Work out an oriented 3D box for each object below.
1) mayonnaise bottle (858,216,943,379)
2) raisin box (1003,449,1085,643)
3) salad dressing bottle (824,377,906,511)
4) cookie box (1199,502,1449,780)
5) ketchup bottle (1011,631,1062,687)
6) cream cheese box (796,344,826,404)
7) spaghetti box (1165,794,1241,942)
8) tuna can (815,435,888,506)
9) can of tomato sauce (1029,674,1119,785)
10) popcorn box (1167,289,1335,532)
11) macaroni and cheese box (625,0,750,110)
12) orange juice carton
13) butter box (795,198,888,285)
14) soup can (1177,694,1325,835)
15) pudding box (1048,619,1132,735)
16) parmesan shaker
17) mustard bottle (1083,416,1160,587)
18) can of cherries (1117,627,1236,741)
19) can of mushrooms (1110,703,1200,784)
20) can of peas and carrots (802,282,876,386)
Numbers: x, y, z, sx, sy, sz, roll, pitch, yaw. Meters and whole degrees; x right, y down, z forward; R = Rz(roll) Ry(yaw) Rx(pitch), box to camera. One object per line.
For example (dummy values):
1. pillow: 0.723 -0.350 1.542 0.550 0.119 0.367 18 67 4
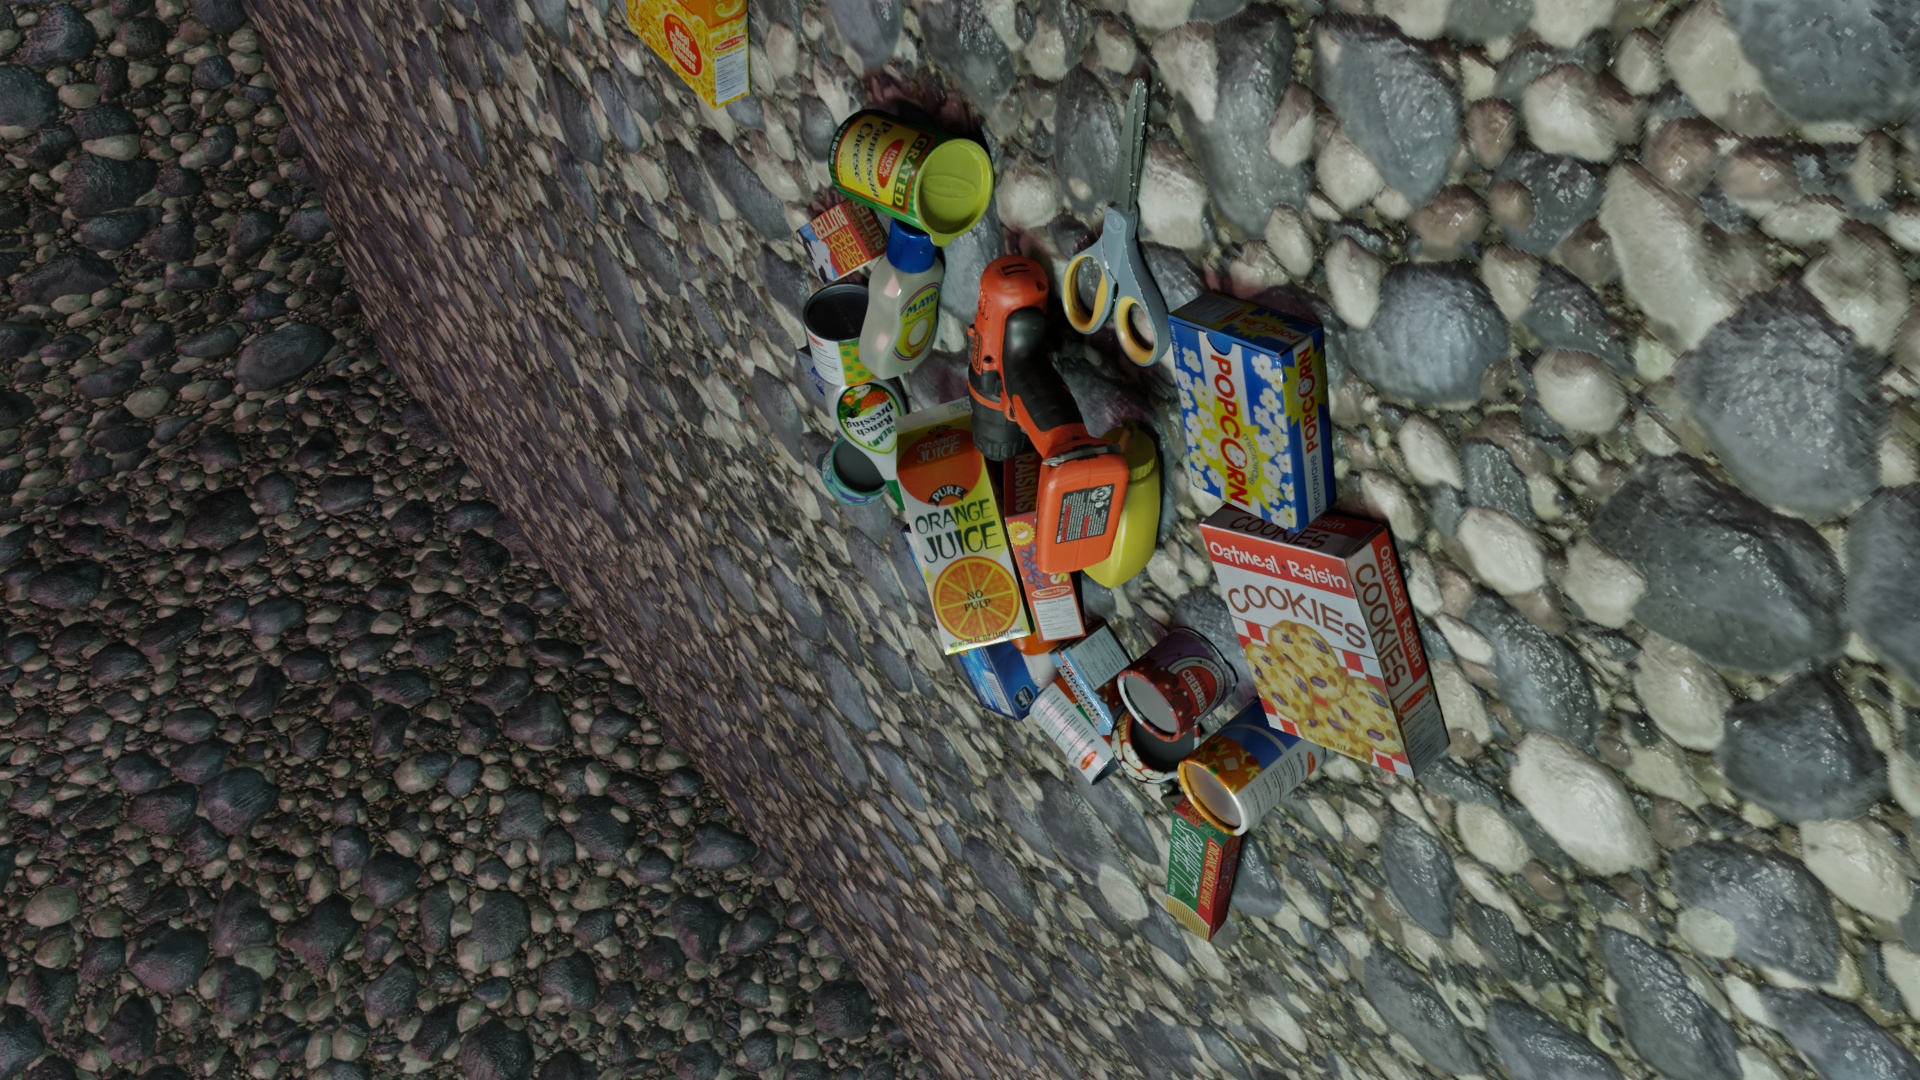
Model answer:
1. mayonnaise bottle: -0.042 -0.187 1.044 0.041 0.065 0.147 44 150 19
2. raisin box: 0.065 0.004 1.060 0.086 0.040 0.122 -87 -17 -54
3. salad dressing bottle: -0.068 -0.092 1.222 0.147 0.064 0.044 62 -176 -33
4. cookie box: 0.228 0.058 0.871 0.123 0.040 0.166 17 136 55
5. ketchup bottle: 0.057 0.059 1.193 0.065 0.044 0.148 16 135 50
6. cream cheese box: -0.108 -0.145 1.269 0.104 0.024 0.053 27 144 48
7. spaghetti box: 0.202 0.276 1.168 0.050 0.029 0.248 35 157 25
8. tuna can: -0.097 -0.068 1.290 0.071 0.071 0.032 55 155 2
9. can of tomato sauce: 0.111 0.156 1.190 0.083 0.071 0.070 48 155 19
10. popcorn box: 0.171 -0.075 0.810 0.085 0.038 0.126 32 147 45
11. macaroni and cheese box: -0.216 -0.438 1.077 0.124 0.040 0.165 47 155 19
12. orange juice carton: 0.004 -0.014 1.099 0.073 0.072 0.192 -30 -74 -77
13. butter box: -0.095 -0.242 1.119 0.053 0.024 0.103 61 156 -12
14. soup can: 0.204 0.157 0.987 0.071 0.084 0.071 43 154 28
15. pudding box: 0.116 0.113 1.141 0.083 0.050 0.030 56 158 -1
16. parmesan shaker: -0.036 -0.247 0.942 0.103 0.071 0.071 33 147 42
17. mustard bottle: 0.110 -0.033 0.965 0.065 0.049 0.159 49 155 27
18. can of cherries: 0.161 0.108 1.037 0.071 0.058 0.071 43 154 28
19. can of mushrooms: 0.154 0.156 1.103 0.071 0.071 0.033 54 156 5
20. can of peas and carrots: -0.091 -0.172 1.151 0.071 0.071 0.058 43 158 28
